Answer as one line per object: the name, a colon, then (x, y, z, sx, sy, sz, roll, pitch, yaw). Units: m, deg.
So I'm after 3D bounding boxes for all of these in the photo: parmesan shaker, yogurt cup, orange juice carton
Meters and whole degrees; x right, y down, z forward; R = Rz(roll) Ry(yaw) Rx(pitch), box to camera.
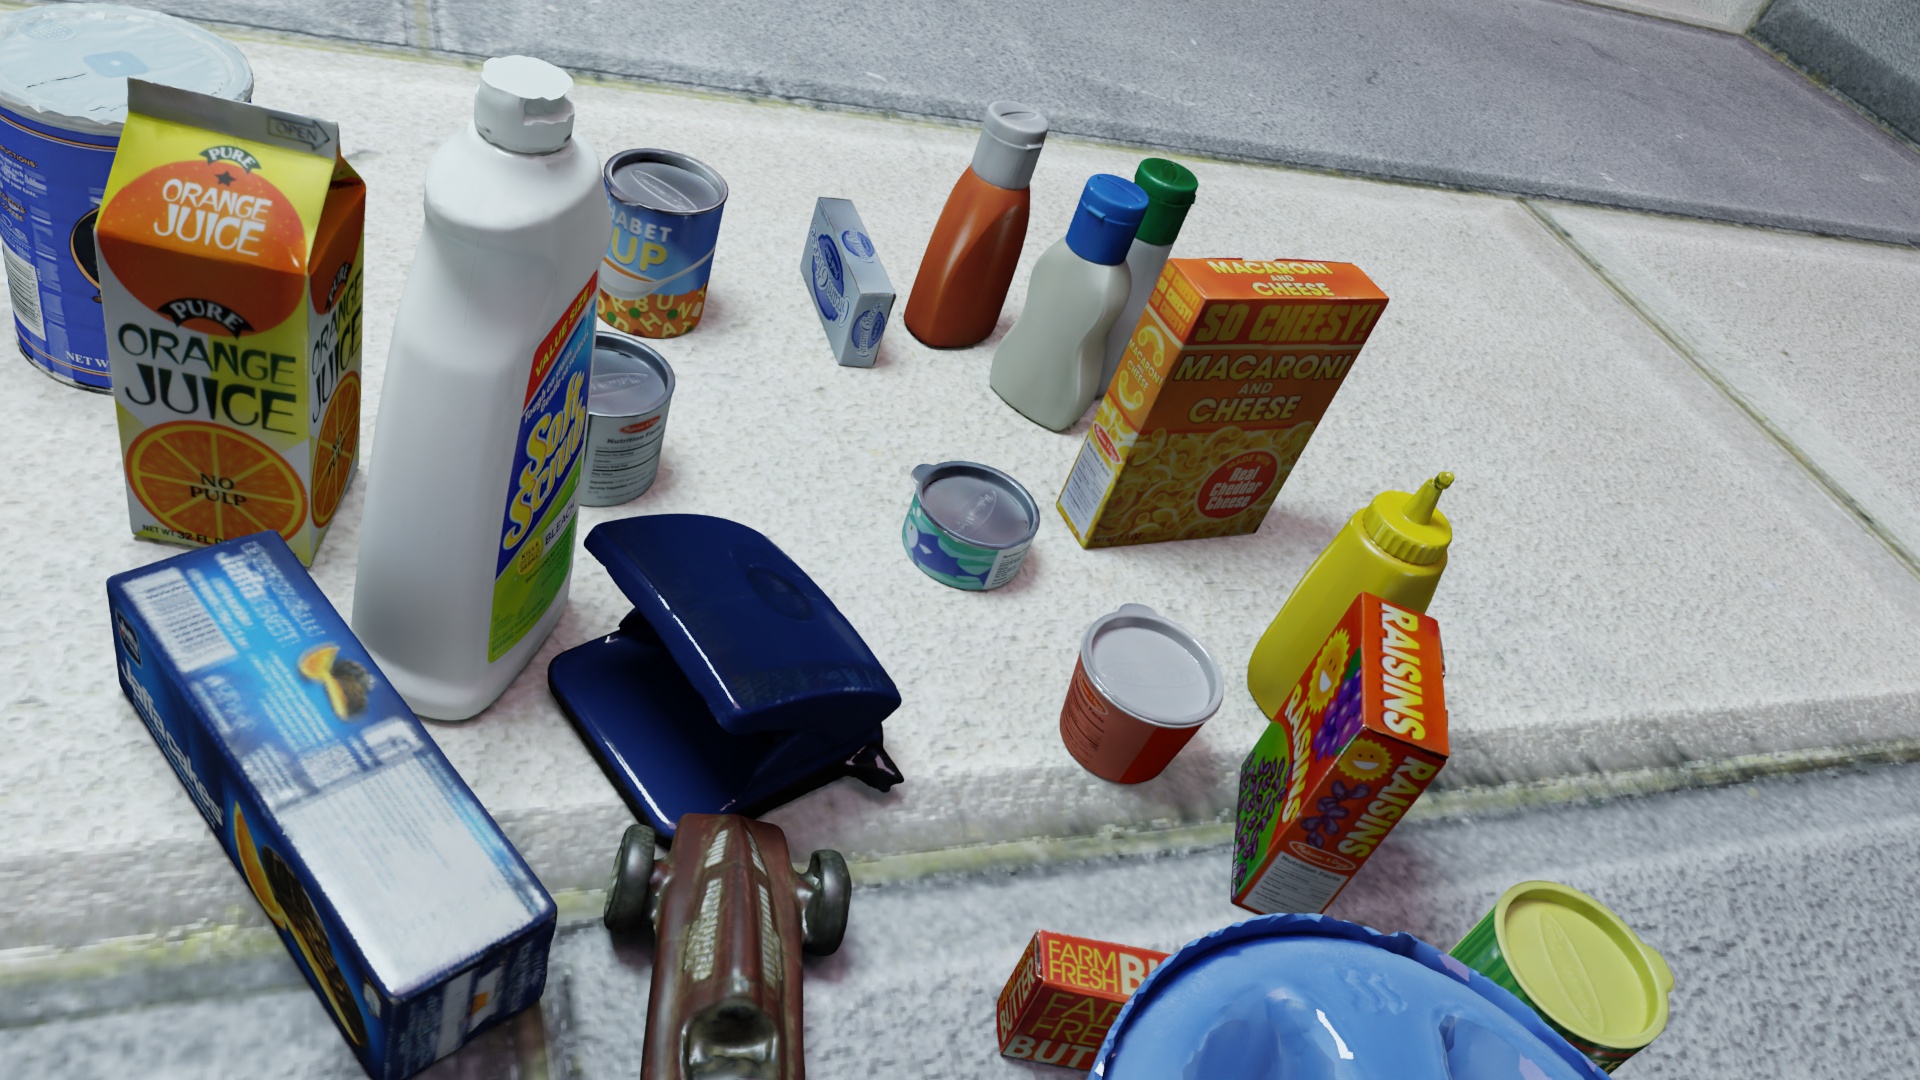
parmesan shaker: (0.209, 0.186, 0.527, 0.071, 0.102, 0.072, 13, 40, -11)
yogurt cup: (0.079, 0.074, 0.636, 0.072, 0.053, 0.073, 13, 40, -11)
orange juice carton: (-0.282, -0.086, 0.546, 0.072, 0.191, 0.073, 12, 40, -12)

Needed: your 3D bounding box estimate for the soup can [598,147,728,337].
soup can: (-0.172, -0.164, 0.772, 0.071, 0.083, 0.072, 13, 40, -11)

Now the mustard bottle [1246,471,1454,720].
mustard bottle: (0.193, 0.024, 0.660, 0.065, 0.159, 0.049, -10, 49, -33)

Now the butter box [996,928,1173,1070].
butter box: (0.069, 0.176, 0.514, 0.103, 0.052, 0.024, 14, 40, -9)

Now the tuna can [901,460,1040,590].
tuna can: (0.003, -0.009, 0.713, 0.071, 0.032, 0.071, 13, 40, -11)

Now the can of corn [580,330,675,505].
can of corn: (-0.177, -0.060, 0.671, 0.071, 0.058, 0.071, 13, 40, -11)

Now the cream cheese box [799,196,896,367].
cream cheese box: (-0.069, -0.156, 0.833, 0.024, 0.053, 0.104, 0, 44, -25)

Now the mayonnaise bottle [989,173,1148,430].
mayonnaise bottle: (0.065, -0.137, 0.797, 0.065, 0.147, 0.041, 37, 41, 18)

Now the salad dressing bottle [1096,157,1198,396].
salad dressing bottle: (0.099, -0.157, 0.836, 0.044, 0.146, 0.064, 21, 39, -1)

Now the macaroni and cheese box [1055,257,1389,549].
macaroni and cheese box: (0.135, -0.072, 0.740, 0.124, 0.165, 0.040, -5, 46, -29)

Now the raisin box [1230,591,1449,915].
raisin box: (0.160, 0.095, 0.593, 0.040, 0.122, 0.086, 21, 39, 0)

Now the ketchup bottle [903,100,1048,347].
ketchup bottle: (0.013, -0.187, 0.830, 0.065, 0.148, 0.043, -19, 54, -39)
